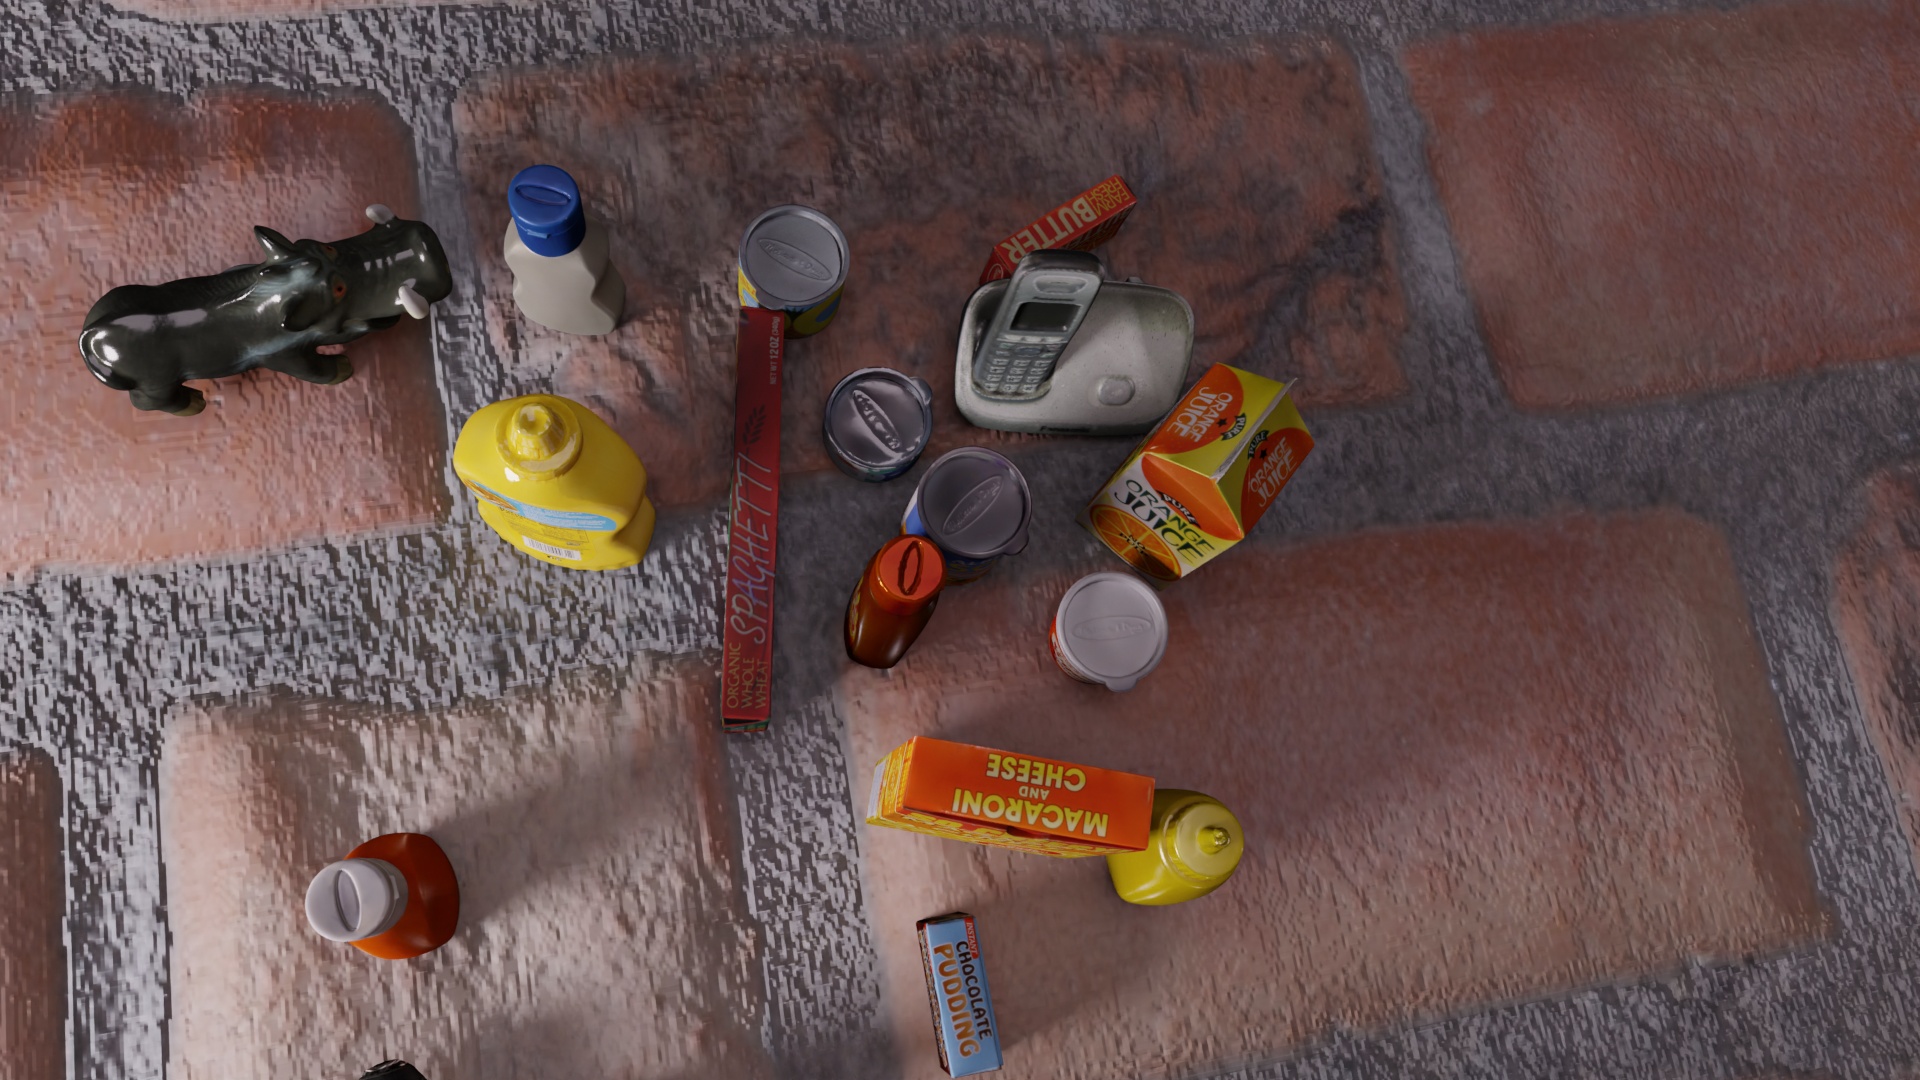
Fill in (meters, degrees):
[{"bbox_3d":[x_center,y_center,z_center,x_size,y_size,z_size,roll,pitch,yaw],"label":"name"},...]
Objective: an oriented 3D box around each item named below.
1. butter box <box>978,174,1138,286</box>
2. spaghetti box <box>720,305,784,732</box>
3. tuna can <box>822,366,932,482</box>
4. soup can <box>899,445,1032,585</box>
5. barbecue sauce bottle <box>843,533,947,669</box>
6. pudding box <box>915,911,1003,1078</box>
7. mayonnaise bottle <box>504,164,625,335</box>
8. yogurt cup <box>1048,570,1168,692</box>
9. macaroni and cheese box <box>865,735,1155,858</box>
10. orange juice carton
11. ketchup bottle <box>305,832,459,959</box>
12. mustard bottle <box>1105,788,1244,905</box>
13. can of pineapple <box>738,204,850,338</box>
[{"bbox_3d":[0.062,-0.193,0.895,0.104,0.053,0.024,-33,84,-16],"label":"butter box"},{"bbox_3d":[-0.122,-0.012,0.818,0.029,0.050,0.250,2,76,-9],"label":"spaghetti box"},{"bbox_3d":[-0.050,-0.072,0.855,0.071,0.032,0.071,2,76,-9],"label":"tuna can"},{"bbox_3d":[0.003,-0.010,0.822,0.071,0.083,0.071,2,76,-9],"label":"soup can"},{"bbox_3d":[-0.036,0.031,0.771,0.044,0.148,0.065,14,75,-6],"label":"barbecue sauce bottle"},{"bbox_3d":[-0.001,0.252,0.773,0.030,0.049,0.084,-8,78,-12],"label":"pudding box"},{"bbox_3d":[-0.227,-0.162,0.786,0.065,0.147,0.041,11,75,-7],"label":"mayonnaise bottle"},{"bbox_3d":[0.085,0.056,0.836,0.072,0.053,0.072,2,76,-9],"label":"yogurt cup"},{"bbox_3d":[0.021,0.141,0.744,0.124,0.166,0.040,11,75,-7],"label":"macaroni and cheese box"},{"bbox_3d":[0.136,-0.037,0.796,0.073,0.192,0.072,40,73,1],"label":"orange juice carton"},{"bbox_3d":[-0.285,0.177,0.690,0.043,0.148,0.065,-15,80,-13],"label":"ketchup bottle"},{"bbox_3d":[0.120,0.167,0.758,0.049,0.160,0.065,-1,77,-10],"label":"mustard bottle"},{"bbox_3d":[-0.105,-0.163,0.855,0.071,0.057,0.071,2,76,-9],"label":"can of pineapple"}]
